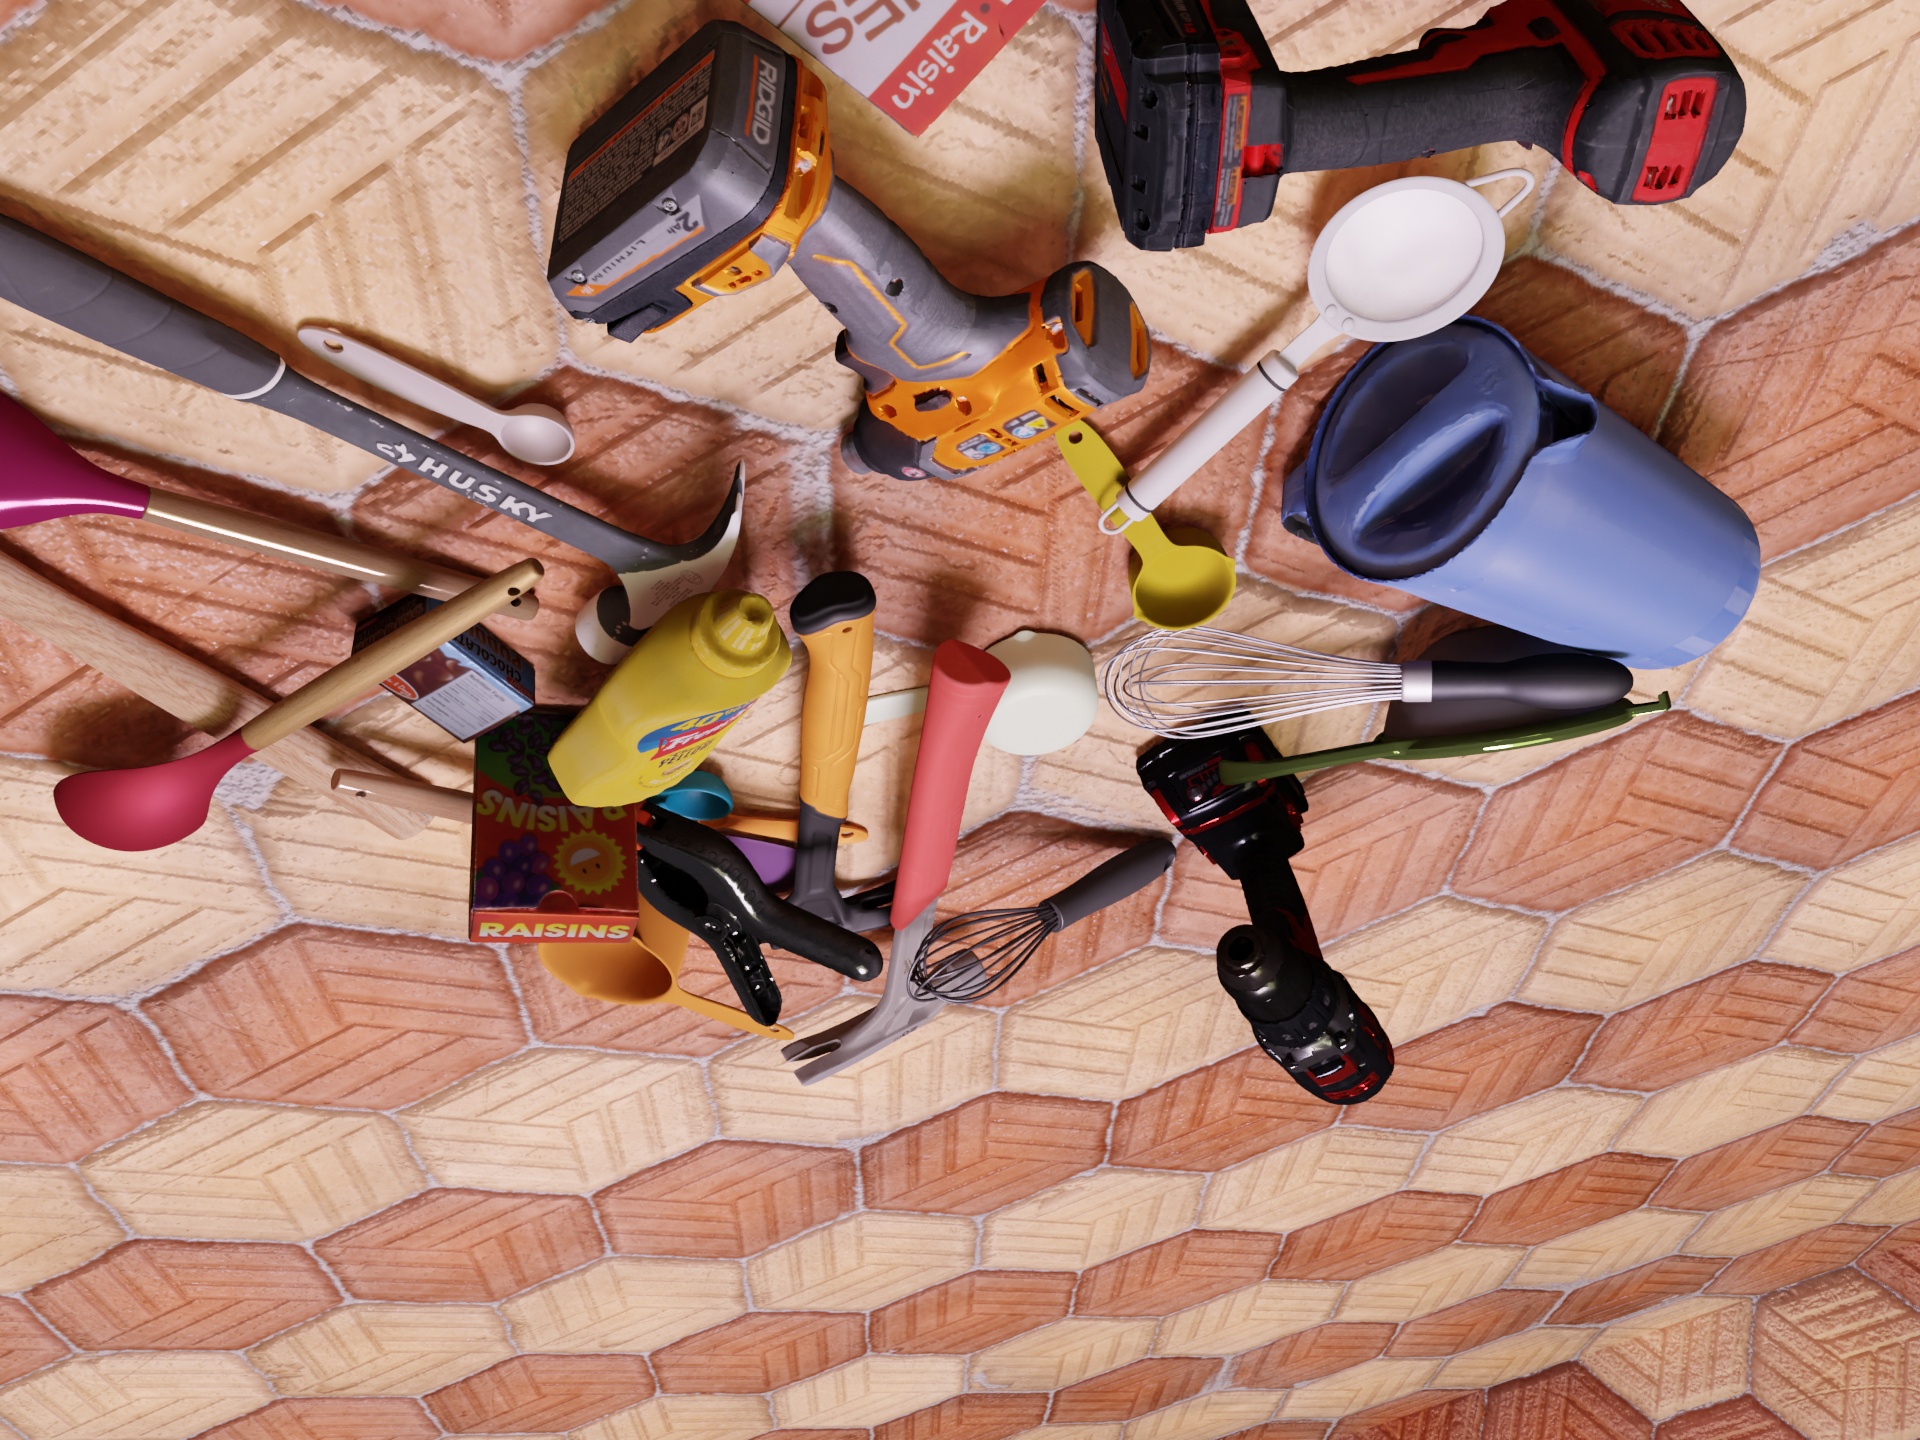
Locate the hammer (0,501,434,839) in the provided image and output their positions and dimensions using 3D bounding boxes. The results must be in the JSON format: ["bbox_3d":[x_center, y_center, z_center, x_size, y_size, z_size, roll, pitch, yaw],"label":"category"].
[{"bbox_3d":[-0.391,-0.023,0.787,0.130,0.031,0.331,-29,139,18],"label":"hammer"}]

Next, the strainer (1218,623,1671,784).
[{"bbox_3d":[0.267,-0.014,0.934,0.256,0.069,0.151,-10,-177,-14],"label":"strainer"}]

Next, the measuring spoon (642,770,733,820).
[{"bbox_3d":[-0.195,0.032,0.925,0.128,0.021,0.042,13,150,-16],"label":"measuring spoon"}]

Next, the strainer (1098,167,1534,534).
[{"bbox_3d":[0.155,-0.173,0.750,0.086,0.050,0.258,29,125,-30],"label":"strainer"}]

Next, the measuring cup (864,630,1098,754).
[{"bbox_3d":[-0.001,-0.003,0.917,0.167,0.038,0.083,-11,141,-1],"label":"measuring cup"}]

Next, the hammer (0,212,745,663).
[{"bbox_3d":[-0.275,-0.137,0.667,0.408,0.036,0.149,25,141,-34],"label":"hammer"}]

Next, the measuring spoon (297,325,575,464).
[{"bbox_3d":[-0.228,-0.148,0.702,0.124,0.018,0.034,23,143,-28],"label":"measuring spoon"}]

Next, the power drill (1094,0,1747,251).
[{"bbox_3d":[0.166,-0.247,0.606,0.219,0.143,0.078,-4,136,-1],"label":"power drill"}]

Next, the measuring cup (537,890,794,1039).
[{"bbox_3d":[-0.178,0.151,1.007,0.173,0.052,0.095,26,139,-18],"label":"measuring cup"}]

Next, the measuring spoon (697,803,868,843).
[{"bbox_3d":[-0.109,0.064,0.991,0.116,0.011,0.021,10,140,-31],"label":"measuring spoon"}]

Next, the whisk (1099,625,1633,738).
[{"bbox_3d":[0.217,-0.022,0.874,0.284,0.070,0.070,0,143,15],"label":"whisk"}]

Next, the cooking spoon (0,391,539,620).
[{"bbox_3d":[-0.338,-0.090,0.712,0.318,0.069,0.017,15,169,-38],"label":"cooking spoon"}]

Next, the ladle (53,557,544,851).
[{"bbox_3d":[-0.327,-0.003,0.779,0.315,0.031,0.069,-27,141,18],"label":"ladle"}]

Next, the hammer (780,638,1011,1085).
[{"bbox_3d":[-0.029,0.091,0.949,0.149,0.037,0.358,-24,146,-27],"label":"hammer"}]

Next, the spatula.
[{"bbox_3d":[-0.216,0.068,0.937,0.315,0.018,0.059,18,130,-42],"label":"spatula"}]

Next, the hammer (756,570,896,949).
[{"bbox_3d":[-0.069,0.034,0.915,0.127,0.034,0.336,-9,145,-14],"label":"hammer"}]

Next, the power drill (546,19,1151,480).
[{"bbox_3d":[-0.052,-0.170,0.661,0.226,0.084,0.164,22,151,-40],"label":"power drill"}]

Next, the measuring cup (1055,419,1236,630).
[{"bbox_3d":[0.092,-0.109,0.837,0.062,0.029,0.156,-30,126,17],"label":"measuring cup"}]

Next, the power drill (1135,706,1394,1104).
[{"bbox_3d":[0.176,0.103,0.945,0.080,0.227,0.187,-28,139,16],"label":"power drill"}]

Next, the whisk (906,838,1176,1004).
[{"bbox_3d":[0.058,0.121,1.014,0.239,0.055,0.055,-23,151,-38],"label":"whisk"}]
